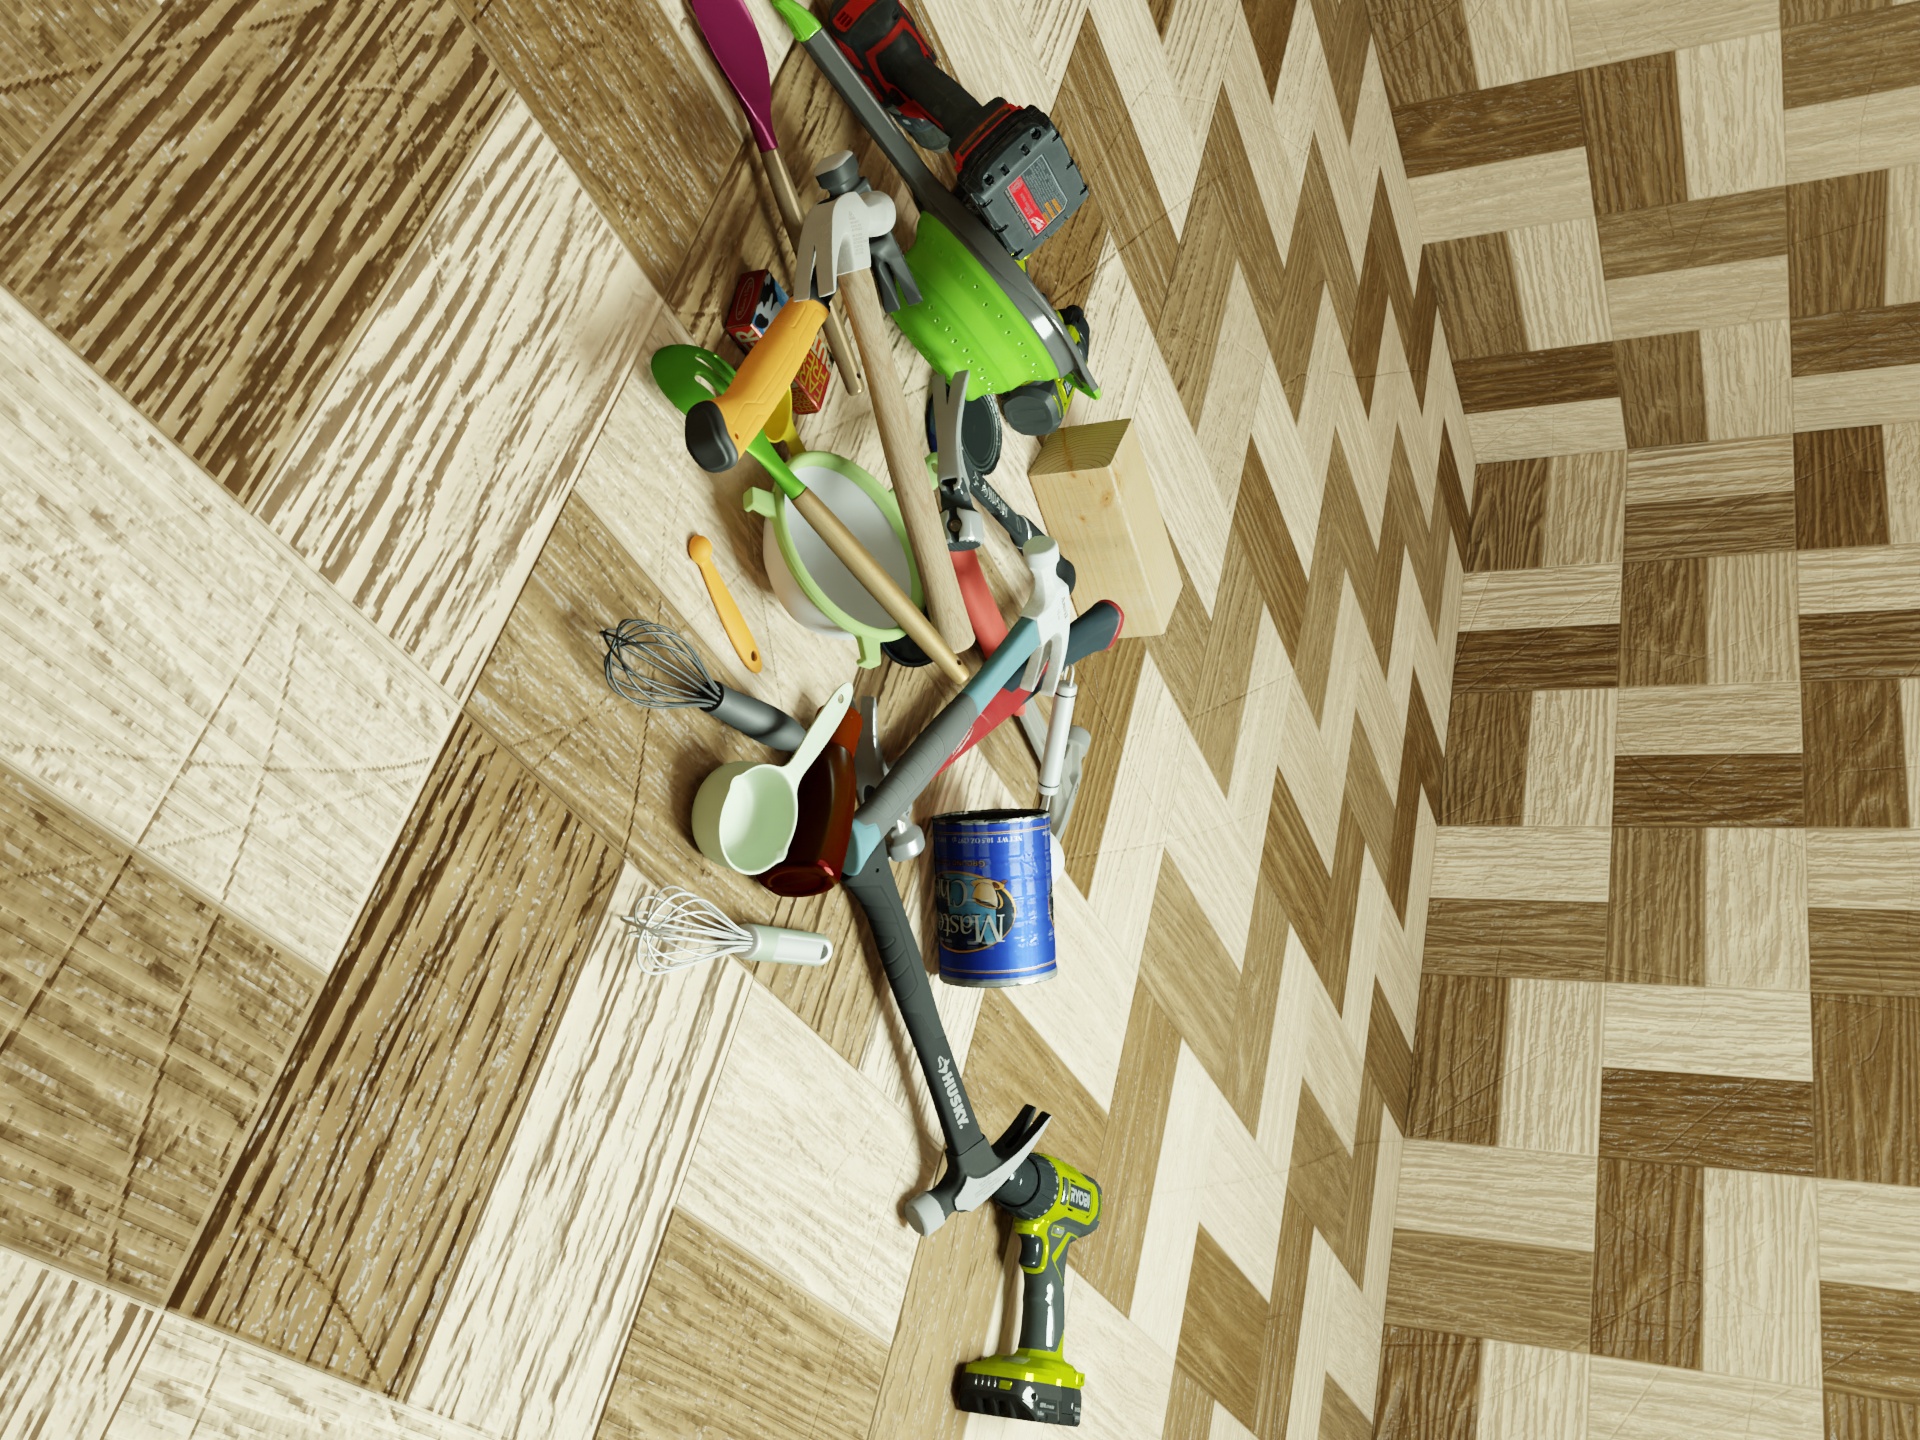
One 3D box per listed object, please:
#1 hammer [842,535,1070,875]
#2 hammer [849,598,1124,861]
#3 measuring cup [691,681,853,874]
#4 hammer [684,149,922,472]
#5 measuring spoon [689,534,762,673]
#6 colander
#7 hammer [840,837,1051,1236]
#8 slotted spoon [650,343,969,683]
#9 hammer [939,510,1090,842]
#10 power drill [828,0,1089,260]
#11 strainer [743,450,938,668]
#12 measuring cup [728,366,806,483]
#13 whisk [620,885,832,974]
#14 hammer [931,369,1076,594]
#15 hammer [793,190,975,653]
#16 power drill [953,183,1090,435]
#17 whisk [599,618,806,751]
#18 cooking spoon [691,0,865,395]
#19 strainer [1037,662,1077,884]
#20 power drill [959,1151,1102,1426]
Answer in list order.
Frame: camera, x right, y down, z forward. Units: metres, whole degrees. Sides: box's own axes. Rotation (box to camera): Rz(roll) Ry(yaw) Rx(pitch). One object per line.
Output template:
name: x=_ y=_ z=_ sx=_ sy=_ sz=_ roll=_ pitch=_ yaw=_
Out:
hammer: x=-0.002 y=-0.004 z=1.267 sx=0.331 sy=0.033 sz=0.128 roll=-50 pitch=142 yaw=-35
hammer: x=0.034 y=-0.034 z=1.386 sx=0.386 sy=0.038 sz=0.143 roll=-39 pitch=123 yaw=-45
measuring cup: x=-0.129 y=0.032 z=1.111 sx=0.168 sy=0.038 sz=0.083 roll=-57 pitch=138 yaw=-32
hammer: x=-0.109 y=-0.268 z=1.100 sx=0.127 sy=0.034 sz=0.337 roll=61 pitch=33 yaw=-32
measuring spoon: x=-0.161 y=-0.080 z=1.113 sx=0.021 sy=0.011 sz=0.116 roll=-61 pitch=140 yaw=-44
colander: x=-0.043 y=-0.385 z=1.271 sx=0.396 sy=0.094 sz=0.205 roll=47 pitch=5 yaw=-28
hammer: x=-0.025 y=0.244 z=1.289 sx=0.146 sy=0.035 sz=0.334 roll=-29 pitch=111 yaw=-30
slotted spoon: x=-0.094 y=-0.140 z=1.101 sx=0.313 sy=0.031 sz=0.070 roll=48 pitch=36 yaw=-21
hammer: x=0.040 y=-0.044 z=1.465 sx=0.358 sy=0.037 sz=0.149 roll=63 pitch=37 yaw=-39
power drill: x=0.000 y=-0.470 z=1.268 sx=0.227 sy=0.080 sz=0.187 roll=50 pitch=7 yaw=23
strainer: x=-0.079 y=-0.141 z=1.205 sx=0.151 sy=0.069 sz=0.256 roll=54 pitch=34 yaw=-12
measuring cup: x=-0.133 y=-0.200 z=1.170 sx=0.156 sy=0.029 sz=0.062 roll=67 pitch=33 yaw=-55
whisk: x=-0.150 y=0.150 z=1.085 sx=0.246 sy=0.059 sz=0.058 roll=25 pitch=78 yaw=-64
hammer: x=0.046 y=-0.177 z=1.406 sx=0.408 sy=0.036 sz=0.149 roll=28 pitch=55 yaw=-72
hammer: x=-0.046 y=-0.205 z=1.131 sx=0.130 sy=0.031 sz=0.331 roll=-43 pitch=122 yaw=-59
power drill: x=0.064 y=-0.405 z=1.495 sx=0.223 sy=0.080 sz=0.171 roll=66 pitch=35 yaw=-42
whisk: x=-0.164 y=-0.016 z=1.069 sx=0.238 sy=0.055 sz=0.055 roll=33 pitch=60 yaw=-61
cooking spoon: x=-0.130 y=-0.389 z=1.157 sx=0.069 sy=0.017 sz=0.318 roll=-49 pitch=124 yaw=-53
strainer: x=0.080 y=0.067 z=1.437 sx=0.087 sy=0.050 sz=0.258 roll=-125 pitch=-141 yaw=-57
power drill: x=0.061 y=0.506 z=1.433 sx=0.190 sy=0.080 sz=0.229 roll=43 pitch=49 yaw=-54
